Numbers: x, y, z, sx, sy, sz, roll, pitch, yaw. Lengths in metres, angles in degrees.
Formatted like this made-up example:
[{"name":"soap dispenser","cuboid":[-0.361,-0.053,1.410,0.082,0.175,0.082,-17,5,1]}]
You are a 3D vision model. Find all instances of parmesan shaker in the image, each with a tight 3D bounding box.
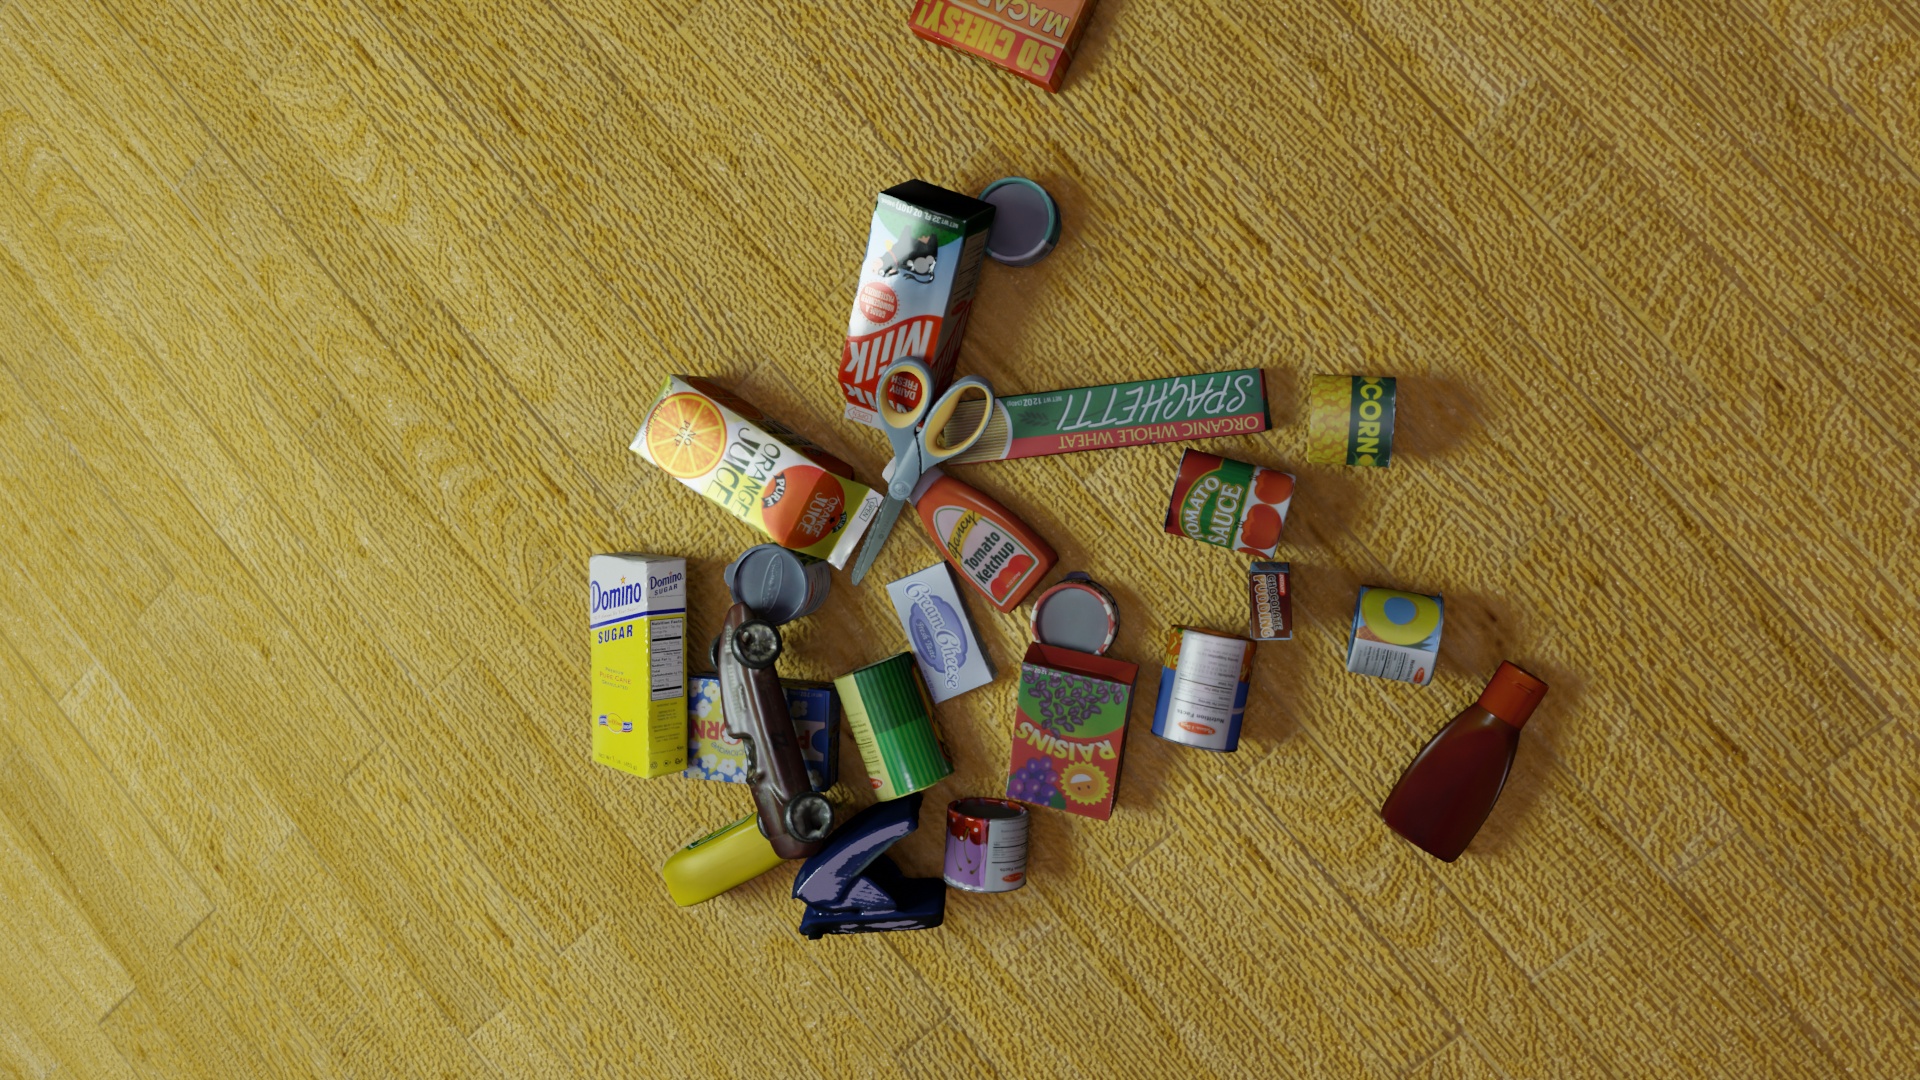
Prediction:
[{"name":"parmesan shaker","cuboid":[-0.051,0.146,1.097,0.071,0.071,0.103,-20,89,14]}]

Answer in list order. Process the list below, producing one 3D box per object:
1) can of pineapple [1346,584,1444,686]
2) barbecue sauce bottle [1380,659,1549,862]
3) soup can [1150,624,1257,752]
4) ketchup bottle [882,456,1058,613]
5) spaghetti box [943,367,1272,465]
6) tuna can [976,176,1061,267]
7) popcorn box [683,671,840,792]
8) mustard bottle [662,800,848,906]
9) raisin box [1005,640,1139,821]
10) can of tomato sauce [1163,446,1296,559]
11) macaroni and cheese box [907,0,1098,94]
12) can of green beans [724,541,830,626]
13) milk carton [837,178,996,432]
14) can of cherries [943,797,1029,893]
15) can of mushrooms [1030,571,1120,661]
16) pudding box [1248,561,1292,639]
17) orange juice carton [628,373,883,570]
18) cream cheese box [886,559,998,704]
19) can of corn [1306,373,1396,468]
[{"name":"can of pineapple","cuboid":[0.316,0.067,1.010,0.058,0.071,0.071,10,96,12]},{"name":"barbecue sauce bottle","cuboid":[0.372,0.158,1.013,0.065,0.044,0.148,32,100,9]},{"name":"soup can","cuboid":[0.183,0.110,1.043,0.071,0.071,0.083,11,92,12]},{"name":"ketchup bottle","cuboid":[0.004,-0.014,1.087,0.149,0.044,0.064,43,112,8]},{"name":"spaghetti box","cuboid":[0.109,-0.094,1.065,0.250,0.029,0.050,-5,94,14]},{"name":"tuna can","cuboid":[0.042,-0.247,1.068,0.071,0.033,0.071,1,95,13]},{"name":"popcorn box","cuboid":[-0.163,0.156,1.141,0.127,0.038,0.085,4,94,13]},{"name":"mustard bottle","cuboid":[-0.163,0.246,1.137,0.160,0.065,0.049,-27,87,6]},{"name":"raisin box","cuboid":[0.084,0.146,1.064,0.086,0.040,0.122,11,114,11]},{"name":"can of tomato sauce","cuboid":[0.199,-0.027,1.027,0.083,0.071,0.071,15,98,11]},{"name":"macaroni and cheese box","cuboid":[0.051,-0.440,1.049,0.124,0.040,0.166,26,99,10]},{"name":"can of green beans","cuboid":[-0.144,0.033,1.118,0.071,0.058,0.071,1,95,13]},{"name":"milk carton","cuboid":[-0.038,-0.169,1.058,0.072,0.074,0.189,20,116,12]},{"name":"can of cherries","cuboid":[0.018,0.237,1.091,0.071,0.071,0.058,4,95,13]},{"name":"can of mushrooms","cuboid":[0.089,0.061,1.078,0.071,0.033,0.071,1,95,14]},{"name":"pudding box","cuboid":[0.227,0.043,1.018,0.030,0.084,0.049,-2,94,13]},{"name":"orange juice carton","cuboid":[-0.157,-0.055,1.107,0.193,0.073,0.071,32,100,9]},{"name":"cream cheese box","cuboid":[-0.015,0.072,1.107,0.053,0.024,0.104,-23,89,11]},{"name":"can of corn","cuboid":[0.282,-0.087,1.003,0.058,0.071,0.071,4,95,14]}]
